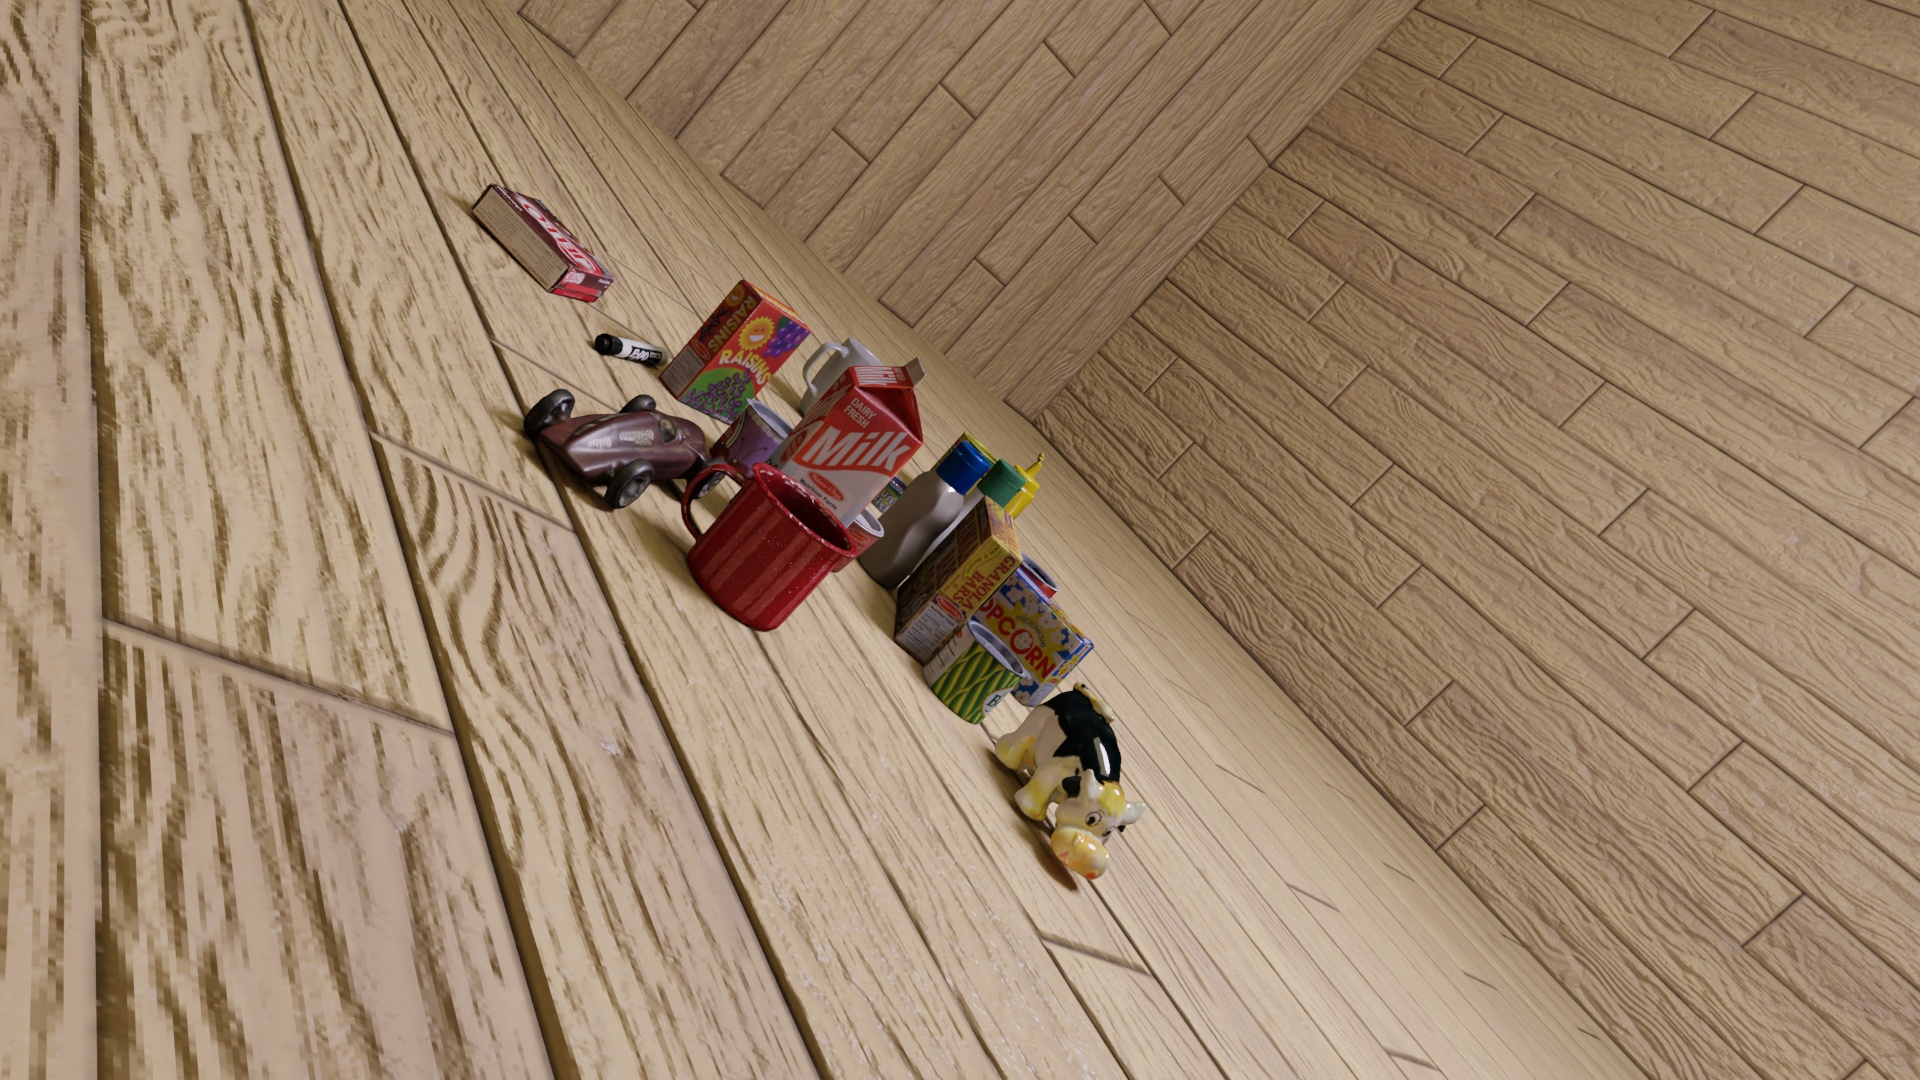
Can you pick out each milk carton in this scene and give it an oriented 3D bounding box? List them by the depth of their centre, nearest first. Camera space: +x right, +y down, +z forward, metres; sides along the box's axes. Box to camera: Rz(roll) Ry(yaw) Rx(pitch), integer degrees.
[{"bbox_3d":[-0.094,-0.068,1.098,0.073,0.190,0.072,40,10,-19],"label":"milk carton"}]

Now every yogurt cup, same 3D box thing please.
[{"bbox_3d":[-0.108,-0.010,1.199,0.072,0.054,0.072,41,9,-8],"label":"yogurt cup"}]

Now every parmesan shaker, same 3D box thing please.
[{"bbox_3d":[-0.005,-0.079,1.772,0.071,0.103,0.071,41,9,-8],"label":"parmesan shaker"}]

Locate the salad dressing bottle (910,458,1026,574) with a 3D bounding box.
[{"bbox_3d":[0.005,-0.018,1.407,0.044,0.147,0.064,45,9,12],"label":"salad dressing bottle"}]

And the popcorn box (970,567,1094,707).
[{"bbox_3d":[0.054,0.086,1.338,0.127,0.085,0.038,47,10,23],"label":"popcorn box"}]

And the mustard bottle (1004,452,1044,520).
[{"bbox_3d":[0.046,-0.040,1.634,0.049,0.160,0.065,43,9,-2],"label":"mustard bottle"}]

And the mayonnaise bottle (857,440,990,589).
[{"bbox_3d":[-0.034,-0.026,1.287,0.041,0.148,0.065,35,12,-42],"label":"mayonnaise bottle"}]

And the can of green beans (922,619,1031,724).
[{"bbox_3d":[0.011,0.109,1.147,0.071,0.057,0.071,41,9,-8],"label":"can of green beans"}]

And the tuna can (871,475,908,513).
[{"bbox_3d":[-0.077,-0.050,1.562,0.071,0.033,0.071,41,10,-8],"label":"tuna can"}]

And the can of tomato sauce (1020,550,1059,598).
[{"bbox_3d":[0.050,0.059,1.449,0.071,0.083,0.071,41,9,-8],"label":"can of tomato sauce"}]

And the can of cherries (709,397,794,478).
[{"bbox_3d":[-0.179,-0.082,1.218,0.071,0.058,0.071,41,9,-8],"label":"can of cherries"}]

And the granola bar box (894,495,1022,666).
[{"bbox_3d":[-0.003,0.032,1.230,0.039,0.124,0.166,41,9,-10],"label":"granola bar box"}]

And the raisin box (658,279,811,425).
[{"bbox_3d":[-0.210,-0.175,1.303,0.040,0.123,0.086,48,10,28],"label":"raisin box"}]
